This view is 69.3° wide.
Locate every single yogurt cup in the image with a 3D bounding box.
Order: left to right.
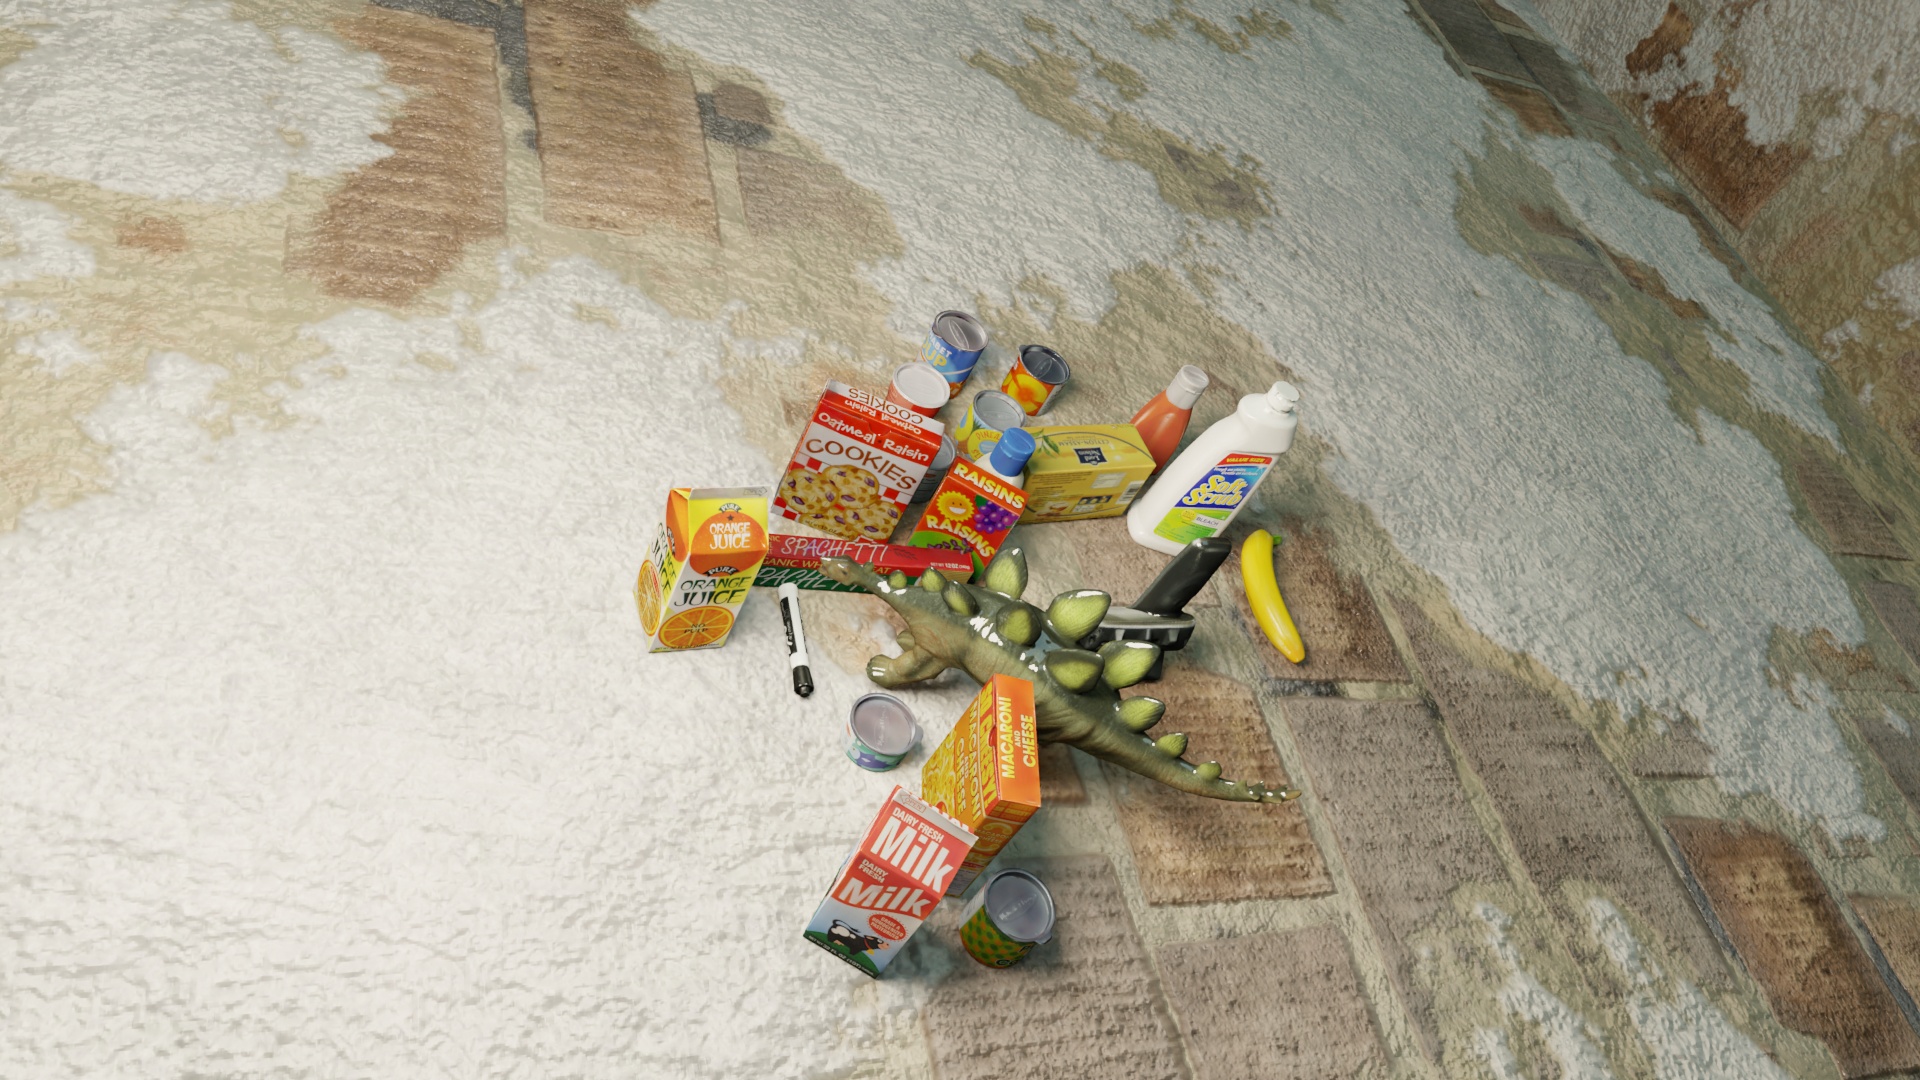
[{"bbox_3d":[-0.052,-0.158,1.556,0.072,0.053,0.073,15,46,-17],"label":"yogurt cup"}]

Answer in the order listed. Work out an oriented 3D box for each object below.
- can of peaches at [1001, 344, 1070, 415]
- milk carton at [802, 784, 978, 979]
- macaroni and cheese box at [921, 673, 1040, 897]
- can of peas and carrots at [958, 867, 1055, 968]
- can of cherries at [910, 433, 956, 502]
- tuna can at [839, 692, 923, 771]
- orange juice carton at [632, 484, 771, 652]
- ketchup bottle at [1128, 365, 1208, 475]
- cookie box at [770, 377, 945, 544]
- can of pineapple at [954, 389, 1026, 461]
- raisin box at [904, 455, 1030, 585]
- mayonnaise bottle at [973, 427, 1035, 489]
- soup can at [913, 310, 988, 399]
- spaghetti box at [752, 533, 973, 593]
[{"bbox_3d":[0.087,-0.192,1.661,0.071,0.057,0.071,15,46,-17],"label":"can of peaches"},{"bbox_3d":[-0.051,0.259,1.086,0.072,0.189,0.074,32,44,0],"label":"milk carton"},{"bbox_3d":[0.013,0.210,1.182,0.040,0.165,0.124,15,46,-18],"label":"macaroni and cheese box"},{"bbox_3d":[0.041,0.322,1.176,0.071,0.058,0.071,15,46,-17],"label":"can of peas and carrots"},{"bbox_3d":[-0.045,-0.085,1.491,0.071,0.058,0.072,15,46,-17],"label":"can of cherries"},{"bbox_3d":[-0.072,0.175,1.263,0.071,0.032,0.071,15,46,-17],"label":"tuna can"},{"bbox_3d":[-0.224,0.014,1.207,0.072,0.191,0.073,-2,53,-31],"label":"orange juice carton"},{"bbox_3d":[0.240,-0.142,1.635,0.065,0.148,0.044,22,44,-10],"label":"ketchup bottle"},{"bbox_3d":[-0.103,-0.070,1.367,0.123,0.166,0.040,21,45,-11],"label":"cookie box"},{"bbox_3d":[0.034,-0.126,1.572,0.071,0.057,0.071,15,46,-17],"label":"can of pineapple"},{"bbox_3d":[0.005,-0.018,1.412,0.086,0.122,0.040,29,44,-3],"label":"raisin box"},{"bbox_3d":[0.032,-0.056,1.444,0.065,0.147,0.041,40,44,8],"label":"mayonnaise bottle"},{"bbox_3d":[-0.017,-0.214,1.603,0.071,0.083,0.072,15,46,-17],"label":"soup can"},{"bbox_3d":[-0.109,0.025,1.363,0.250,0.050,0.029,5,50,-25],"label":"spaghetti box"}]
